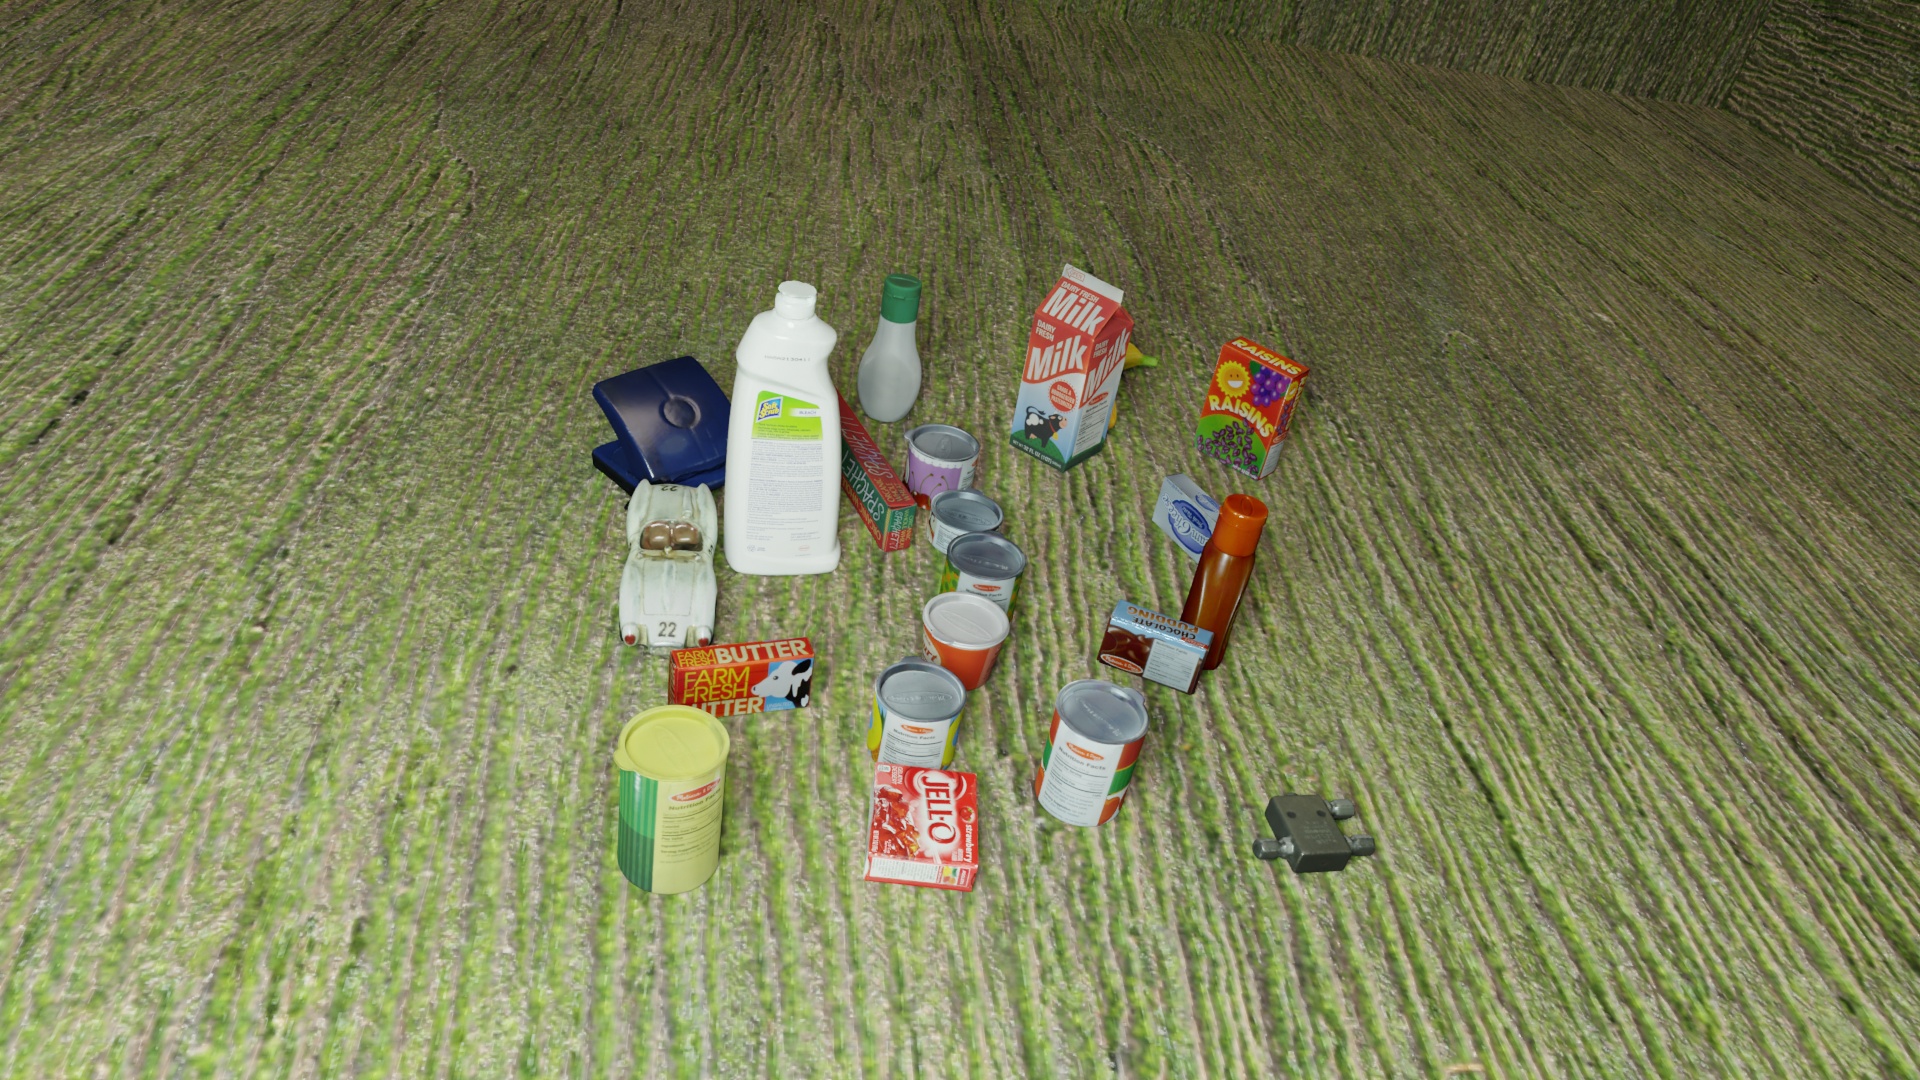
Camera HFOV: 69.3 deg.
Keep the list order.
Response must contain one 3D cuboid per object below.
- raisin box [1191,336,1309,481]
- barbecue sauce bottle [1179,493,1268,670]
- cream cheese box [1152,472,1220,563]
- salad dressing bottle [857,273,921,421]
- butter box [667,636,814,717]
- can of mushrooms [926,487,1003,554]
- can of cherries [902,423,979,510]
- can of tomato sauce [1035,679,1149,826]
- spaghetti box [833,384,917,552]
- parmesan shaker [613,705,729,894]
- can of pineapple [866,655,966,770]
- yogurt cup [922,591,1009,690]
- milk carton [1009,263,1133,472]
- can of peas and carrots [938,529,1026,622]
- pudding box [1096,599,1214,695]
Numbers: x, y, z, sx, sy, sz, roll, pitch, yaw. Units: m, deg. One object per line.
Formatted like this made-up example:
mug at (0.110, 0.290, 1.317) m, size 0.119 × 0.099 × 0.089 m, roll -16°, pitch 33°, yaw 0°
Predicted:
raisin box at (0.297, -0.135, 1.424) m, size 0.086 × 0.122 × 0.040 m, roll 33°, pitch 40°, yaw 29°
barbecue sauce bottle at (0.213, 0.032, 1.136) m, size 0.044 × 0.147 × 0.065 m, roll 13°, pitch 34°, yaw 3°
cream cheese box at (0.222, -0.013, 1.288) m, size 0.024 × 0.053 × 0.104 m, roll -11°, pitch 40°, yaw -29°
salad dressing bottle at (-0.066, -0.191, 1.378) m, size 0.064 × 0.146 × 0.044 m, roll 13°, pitch 34°, yaw 2°
butter box at (-0.160, 0.101, 1.013) m, size 0.104 × 0.052 × 0.024 m, roll -4°, pitch 37°, yaw -21°
can of mushrooms at (0.004, -0.016, 1.246) m, size 0.071 × 0.033 × 0.071 m, roll 8°, pitch 34°, yaw -5°
can of cherries at (-0.022, -0.068, 1.293) m, size 0.071 × 0.058 × 0.072 m, roll 8°, pitch 34°, yaw -5°
can of tomato sauce at (0.093, 0.150, 0.988) m, size 0.071 × 0.082 × 0.071 m, roll 8°, pitch 34°, yaw -5°
spaghetti box at (-0.103, -0.080, 1.294) m, size 0.029 × 0.049 × 0.251 m, roll -7°, pitch 38°, yaw -25°
parmesan shaker at (-0.184, 0.164, 0.871) m, size 0.071 × 0.102 × 0.072 m, roll 8°, pitch 34°, yaw -5°
can of pineapple at (-0.032, 0.128, 1.006) m, size 0.071 × 0.057 × 0.071 m, roll 8°, pitch 34°, yaw -5°
yogurt cup at (0.001, 0.081, 1.088) m, size 0.072 × 0.053 × 0.073 m, roll 8°, pitch 34°, yaw -5°
milk carton at (0.111, -0.172, 1.364) m, size 0.072 × 0.189 × 0.074 m, roll 31°, pitch 39°, yaw 27°
can of peas and carrots at (0.017, 0.034, 1.156) m, size 0.071 × 0.058 × 0.071 m, roll 8°, pitch 34°, yaw -5°
pudding box at (0.158, 0.086, 1.129) m, size 0.084 × 0.049 × 0.030 m, roll 19°, pitch 35°, yaw 11°
